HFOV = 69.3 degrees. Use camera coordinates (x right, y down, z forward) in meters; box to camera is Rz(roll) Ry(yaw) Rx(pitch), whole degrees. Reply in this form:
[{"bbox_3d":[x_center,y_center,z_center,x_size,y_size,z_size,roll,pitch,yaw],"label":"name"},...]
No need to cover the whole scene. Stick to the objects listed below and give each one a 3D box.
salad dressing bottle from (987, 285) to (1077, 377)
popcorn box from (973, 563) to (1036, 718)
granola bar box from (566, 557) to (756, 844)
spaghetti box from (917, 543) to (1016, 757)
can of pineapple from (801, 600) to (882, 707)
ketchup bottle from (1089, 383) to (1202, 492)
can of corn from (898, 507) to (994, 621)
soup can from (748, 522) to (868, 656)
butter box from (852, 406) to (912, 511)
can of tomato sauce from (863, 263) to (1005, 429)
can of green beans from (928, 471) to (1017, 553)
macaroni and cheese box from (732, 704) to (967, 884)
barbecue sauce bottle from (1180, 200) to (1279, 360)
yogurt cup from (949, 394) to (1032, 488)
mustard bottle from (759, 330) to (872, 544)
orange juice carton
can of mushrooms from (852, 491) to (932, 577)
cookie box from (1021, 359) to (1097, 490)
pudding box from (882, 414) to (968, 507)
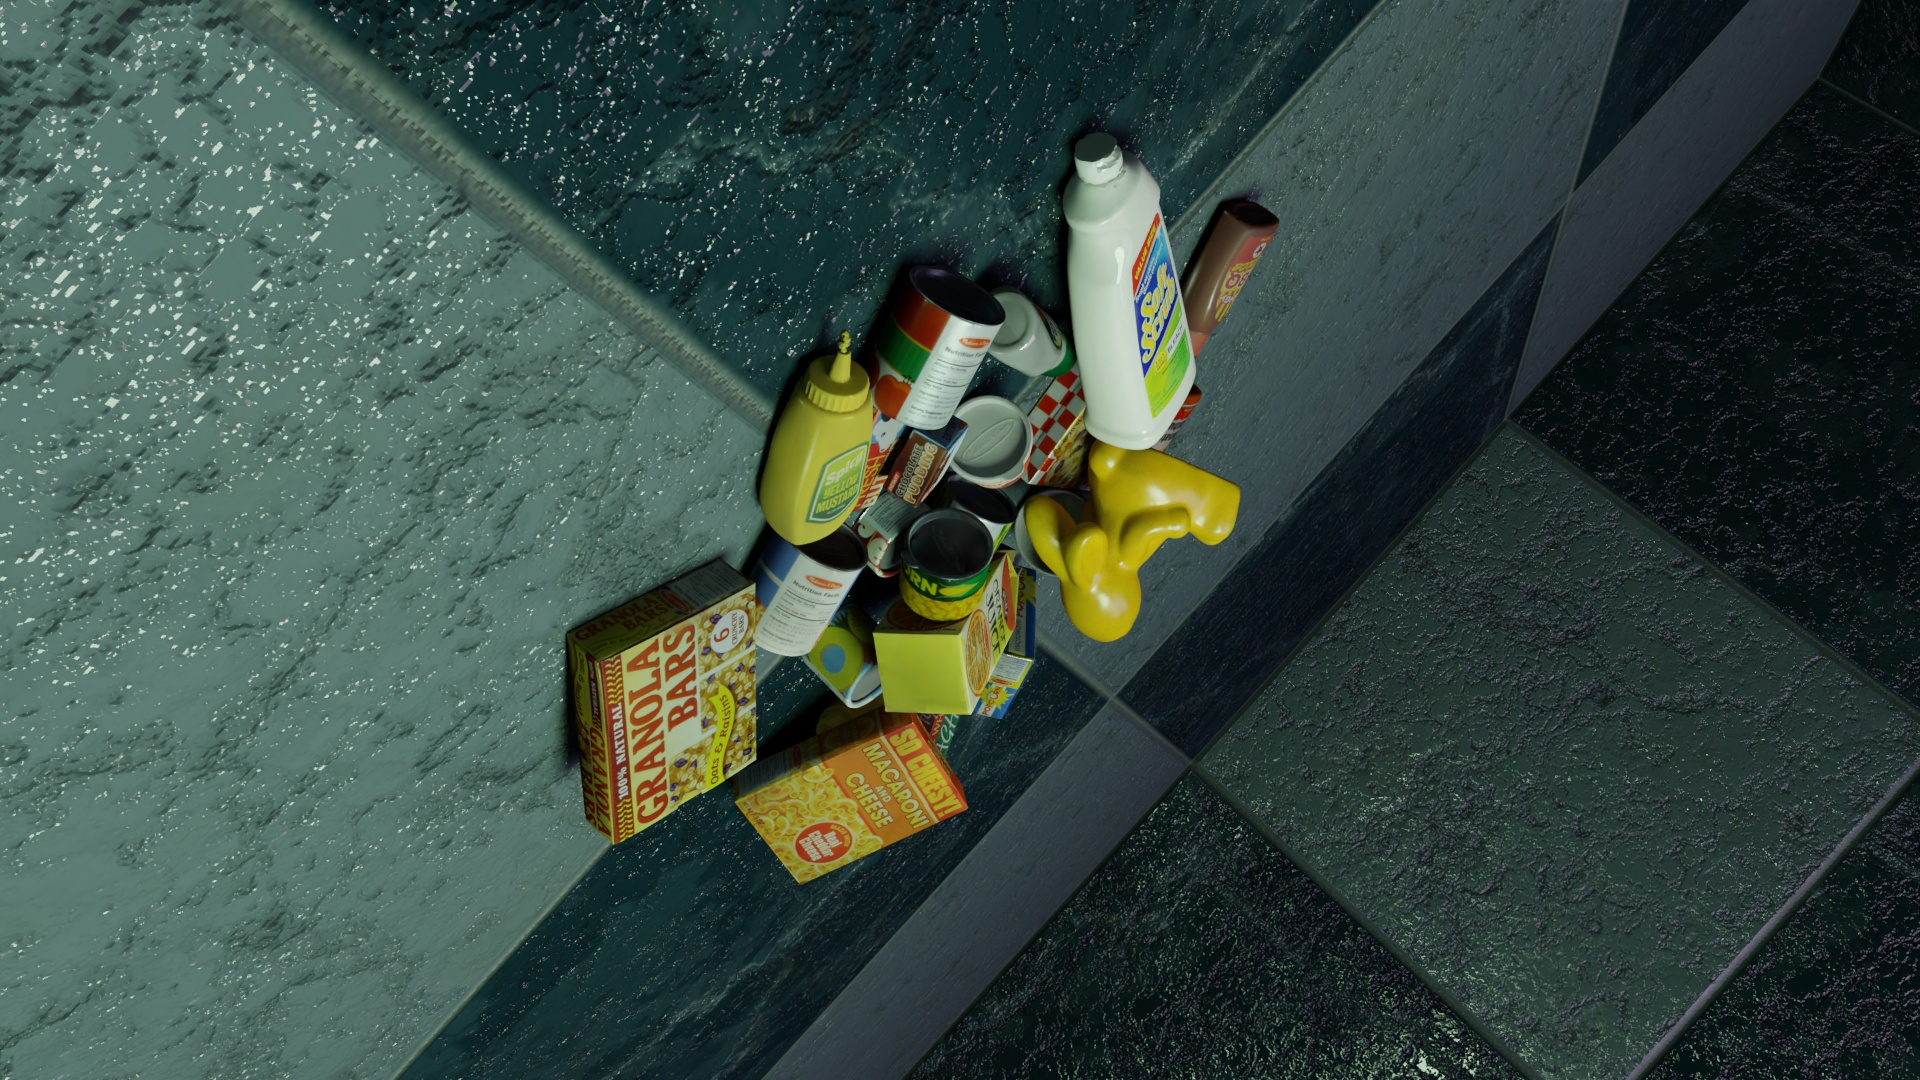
[{"bbox_3d":[0.050,-0.143,0.991,0.044,0.064,0.148,-39,169,13],"label":"salad dressing bottle"},{"bbox_3d":[0.039,0.093,1.306,0.127,0.038,0.084,-85,-165,-51],"label":"popcorn box"},{"bbox_3d":[-0.196,0.109,0.932,0.125,0.039,0.164,-29,137,-39],"label":"granola bar box"},{"bbox_3d":[-0.010,0.119,1.264,0.050,0.029,0.249,3,108,-63],"label":"spaghetti box"},{"bbox_3d":[-0.086,0.093,1.137,0.071,0.058,0.070,-39,157,-20],"label":"can of pineapple"},{"bbox_3d":[0.171,-0.090,1.327,0.065,0.043,0.148,-15,142,-54],"label":"ketchup bottle"},{"bbox_3d":[-0.014,0.020,1.043,0.071,0.071,0.058,-35,155,-29],"label":"can of corn"},{"bbox_3d":[-0.112,0.027,0.966,0.071,0.071,0.083,-14,143,-55],"label":"soup can"},{"bbox_3d":[-0.064,-0.063,0.954,0.053,0.024,0.103,-20,146,-52],"label":"butter box"},{"bbox_3d":[-0.020,-0.123,0.882,0.071,0.071,0.082,-17,144,-52],"label":"can of tomato sauce"},{"bbox_3d":[0.003,-0.013,1.112,0.071,0.071,0.057,-14,142,-54],"label":"can of green beans"},{"bbox_3d":[-0.095,0.217,1.208,0.166,0.040,0.123,-25,126,4],"label":"macaroni and cheese box"},{"bbox_3d":[0.216,-0.218,1.192,0.065,0.044,0.147,-25,149,-47],"label":"barbecue sauce bottle"},{"bbox_3d":[0.023,-0.071,1.055,0.072,0.072,0.054,-47,166,-2],"label":"yogurt cup"},{"bbox_3d":[-0.086,-0.067,0.874,0.065,0.049,0.159,-32,154,-37],"label":"mustard bottle"},{"bbox_3d":[-0.004,0.063,1.137,0.193,0.072,0.072,-57,144,-61],"label":"orange juice carton"},{"bbox_3d":[-0.051,-0.005,1.069,0.071,0.033,0.070,-40,157,-21],"label":"can of mushrooms"},{"bbox_3d":[0.117,-0.103,1.207,0.122,0.040,0.167,-54,157,16],"label":"cookie box"},{"bbox_3d":[-0.023,-0.061,0.987,0.049,0.030,0.084,-60,179,21],"label":"pudding box"}]
